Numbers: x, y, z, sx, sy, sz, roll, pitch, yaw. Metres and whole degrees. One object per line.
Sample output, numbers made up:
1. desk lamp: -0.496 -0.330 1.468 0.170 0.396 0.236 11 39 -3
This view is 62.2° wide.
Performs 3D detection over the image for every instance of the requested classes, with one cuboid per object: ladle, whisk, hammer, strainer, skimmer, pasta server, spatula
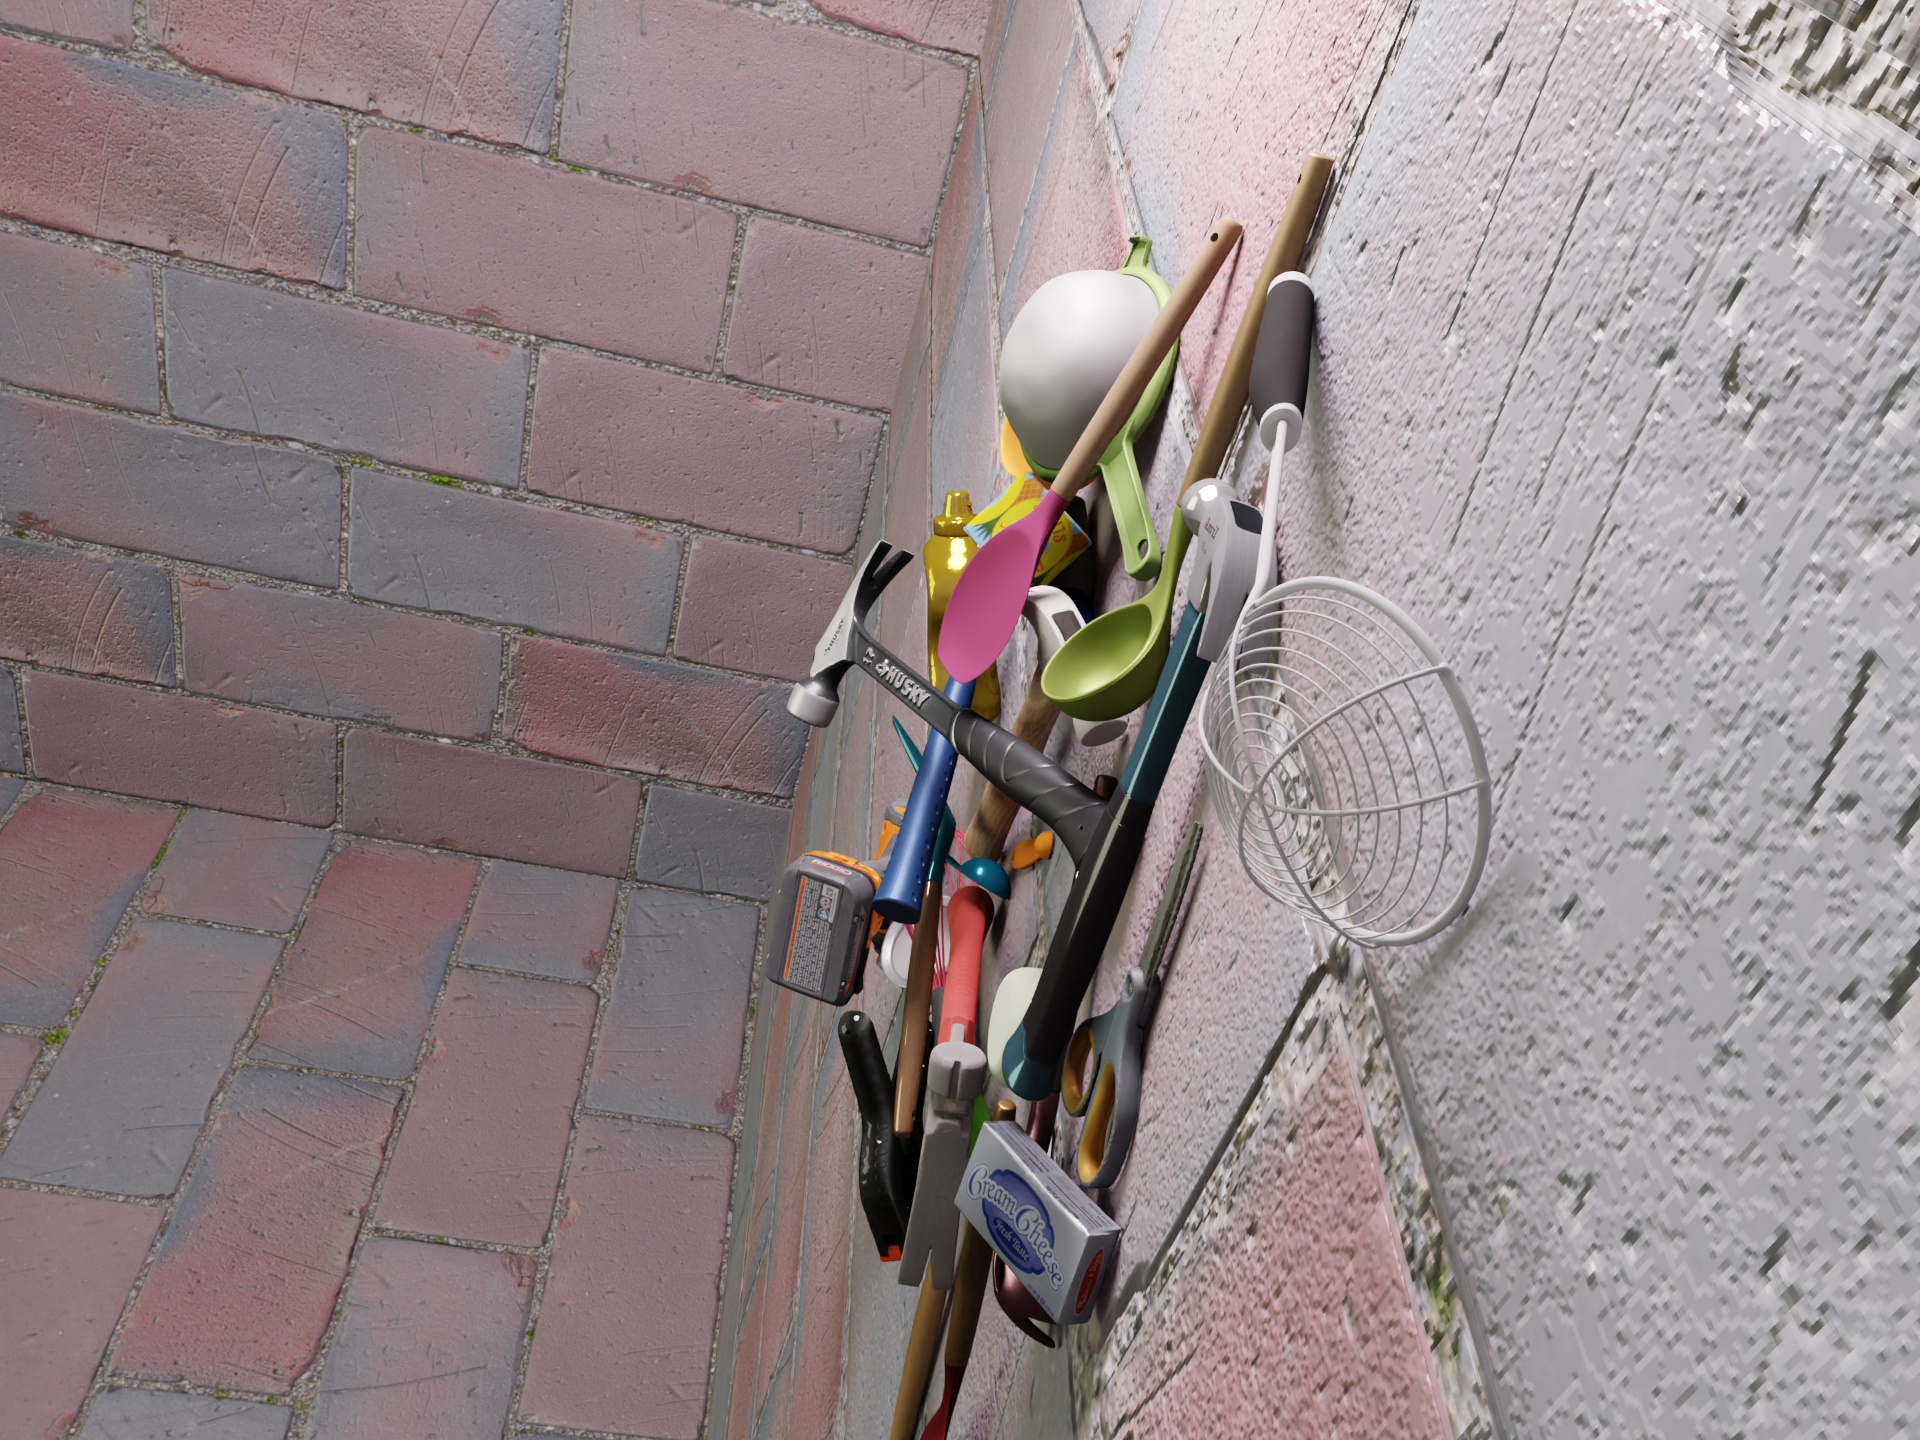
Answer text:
1. ladle: 0.003 0.355 0.933 0.069 0.031 0.315 -93 11 -68
2. ladle: 0.118 -0.139 0.834 0.078 0.062 0.320 -97 23 -61
3. whisk: -0.013 0.195 1.227 0.073 0.073 0.296 110 162 -45
4. hammer: -0.002 0.207 1.049 0.359 0.036 0.149 -80 -1 -74
5. strainer: -0.017 0.228 1.265 0.087 0.050 0.259 -30 35 14
6. skimmer: 0.152 -0.074 0.633 0.364 0.090 0.127 -74 0 -45
7. hammer: -0.002 -0.003 1.032 0.409 0.036 0.149 37 104 56
8. strainer: 0.074 -0.193 1.001 0.151 0.069 0.257 -43 41 35
9. pasta server: 0.061 0.184 0.897 0.060 0.040 0.316 130 153 -72
10. hammer: 0.008 -0.042 1.167 0.144 0.035 0.406 87 -163 -63
11. spatula: -0.033 0.143 1.140 0.082 0.044 0.318 58 -149 -51
12. hammer: 0.041 0.020 1.094 0.331 0.031 0.130 109 144 -61
13. hammer: 0.085 0.047 0.807 0.128 0.033 0.331 -99 26 -68

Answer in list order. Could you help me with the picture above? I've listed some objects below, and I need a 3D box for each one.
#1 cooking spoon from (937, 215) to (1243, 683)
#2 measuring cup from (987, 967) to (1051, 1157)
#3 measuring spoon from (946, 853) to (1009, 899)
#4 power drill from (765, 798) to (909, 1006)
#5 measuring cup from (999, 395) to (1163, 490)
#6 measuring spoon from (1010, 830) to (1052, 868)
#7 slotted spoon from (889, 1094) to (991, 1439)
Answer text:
1. cooking spoon: 0.074 -0.156 0.952 0.318 0.017 0.069 -57 44 20
2. measuring cup: 0.036 0.225 0.946 0.083 0.038 0.168 114 166 -55
3. measuring spoon: 0.001 0.103 1.215 0.021 0.042 0.129 -58 32 -2
4. power drill: -0.084 0.172 1.409 0.226 0.084 0.164 -26 -50 -65
5. measuring cup: 0.096 -0.202 1.085 0.174 0.052 0.095 5 79 56
6. measuring spoon: 0.046 0.092 1.124 0.117 0.011 0.021 140 140 -76
7. slotted spoon: -0.017 0.394 1.117 0.070 0.031 0.313 -105 26 -71
